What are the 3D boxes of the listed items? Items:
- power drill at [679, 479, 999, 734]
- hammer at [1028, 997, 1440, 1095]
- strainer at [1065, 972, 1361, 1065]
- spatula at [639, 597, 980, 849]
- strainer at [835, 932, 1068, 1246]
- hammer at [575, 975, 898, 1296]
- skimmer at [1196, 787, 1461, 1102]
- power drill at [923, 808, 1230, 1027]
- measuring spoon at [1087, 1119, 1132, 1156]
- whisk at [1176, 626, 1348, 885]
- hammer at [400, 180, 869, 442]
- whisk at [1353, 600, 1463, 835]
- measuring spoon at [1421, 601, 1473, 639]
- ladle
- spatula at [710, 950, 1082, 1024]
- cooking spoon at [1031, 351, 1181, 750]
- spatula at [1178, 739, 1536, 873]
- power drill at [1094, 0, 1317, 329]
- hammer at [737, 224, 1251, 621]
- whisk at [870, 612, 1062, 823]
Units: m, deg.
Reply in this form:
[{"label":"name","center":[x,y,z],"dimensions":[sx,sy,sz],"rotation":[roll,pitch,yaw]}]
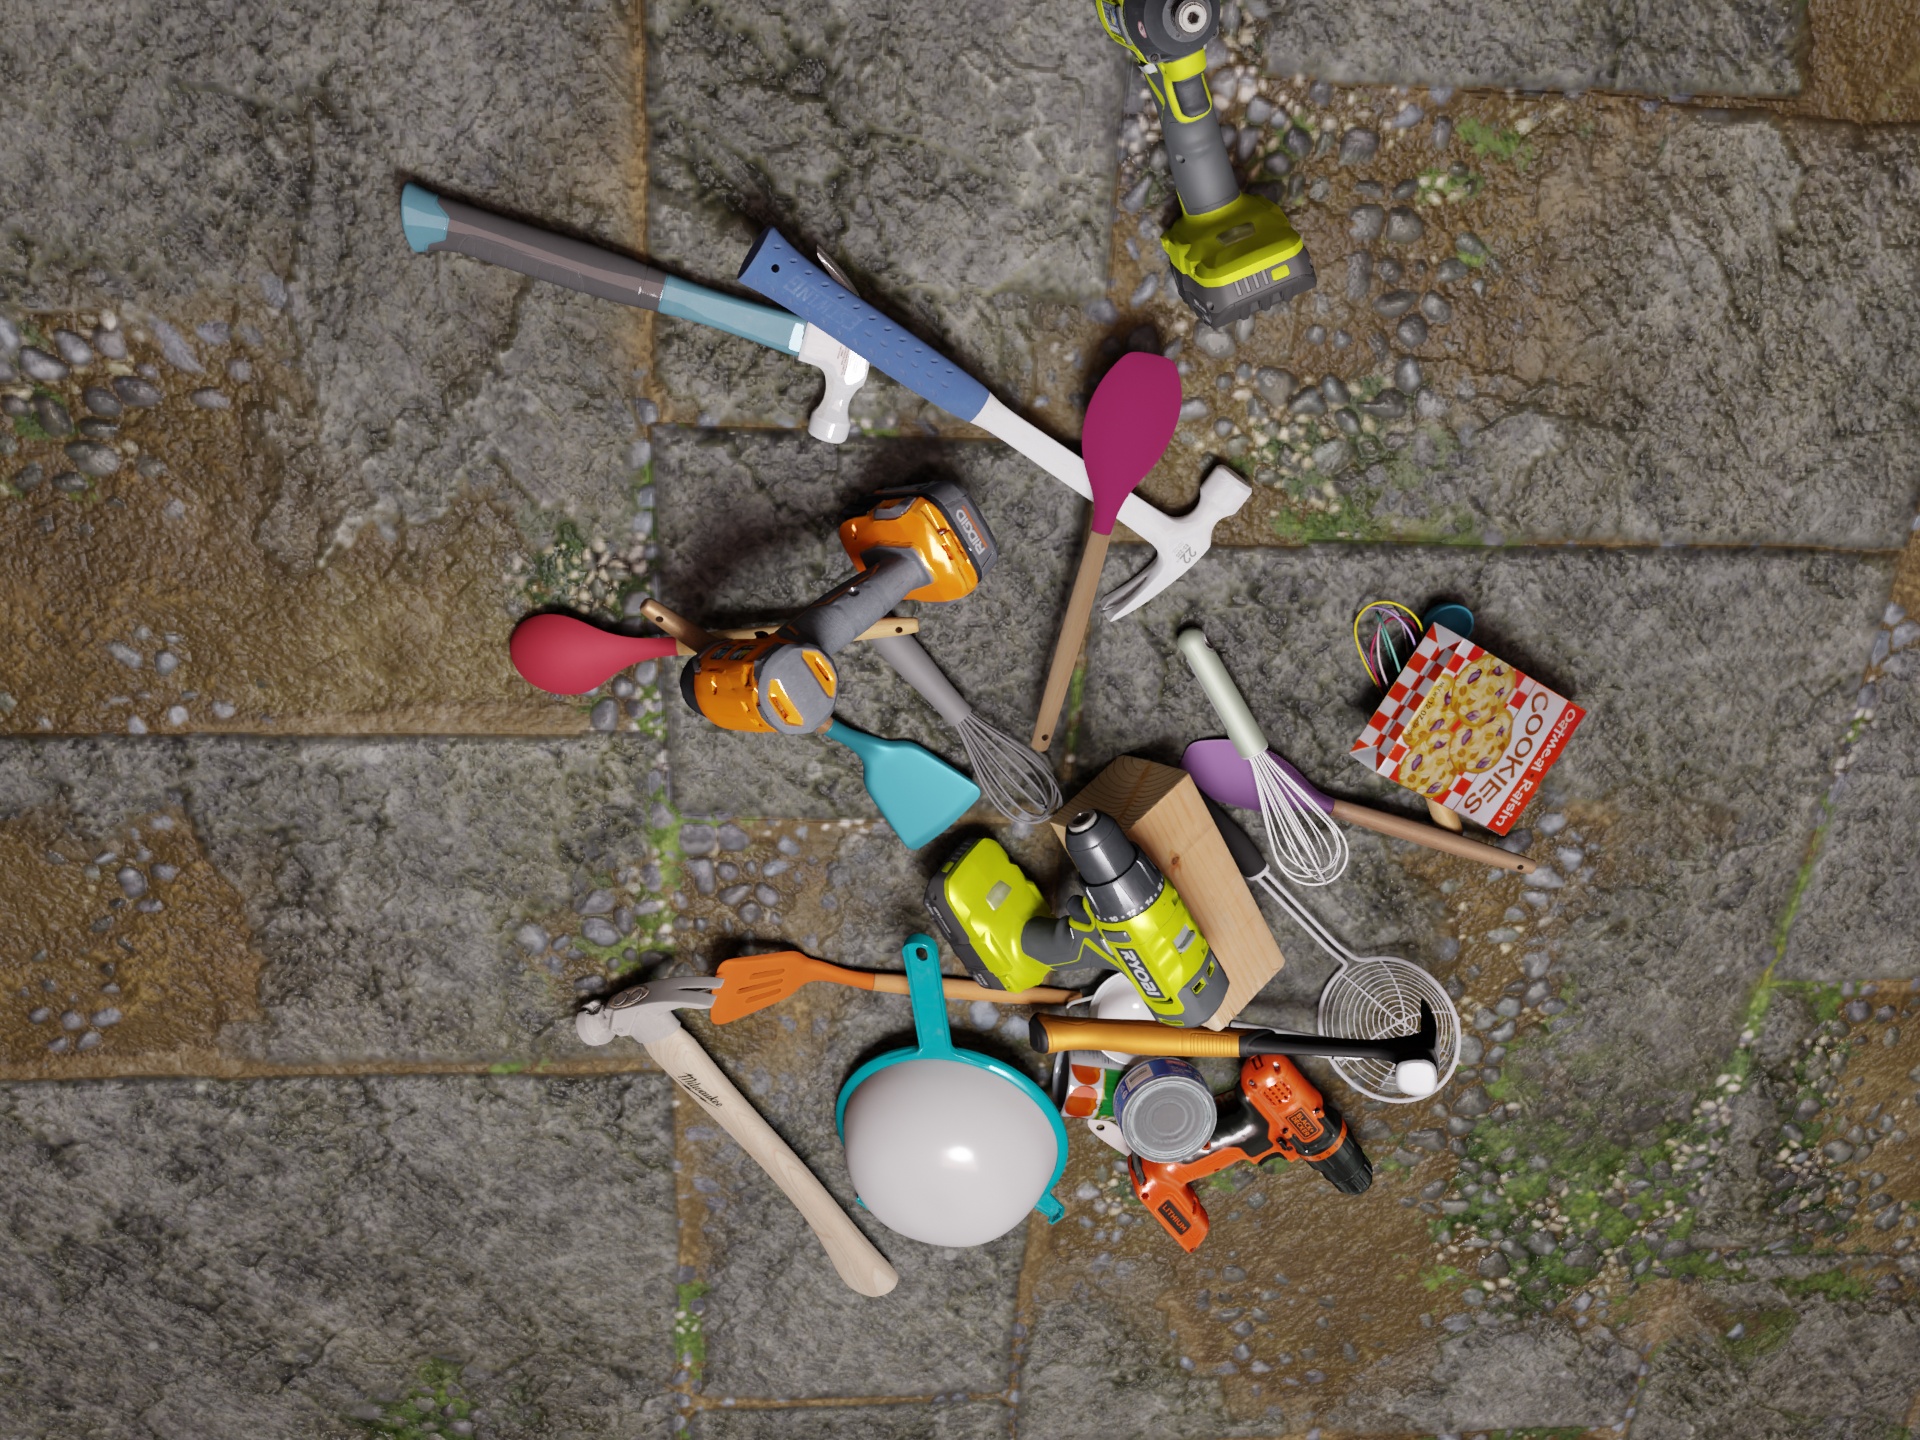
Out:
[{"label":"power drill","center":[-0.097,-0.076,1.129],"dimensions":[0.226,0.164,0.084],"rotation":[-44,116,-27]},{"label":"hammer","center":[0.223,0.263,1.324],"dimensions":[0.337,0.127,0.034],"rotation":[0,102,17]},{"label":"strainer","center":[0.221,0.268,1.382],"dimensions":[0.258,0.050,0.087],"rotation":[9,97,9]},{"label":"spatula","center":[-0.119,-0.003,1.225],"dimensions":[0.082,0.044,0.317],"rotation":[-41,127,19]},{"label":"strainer","center":[-0.023,0.337,1.352],"dimensions":[0.211,0.095,0.340],"rotation":[1,124,12]},{"label":"hammer","center":[-0.164,0.378,1.409],"dimensions":[0.146,0.038,0.410],"rotation":[-17,121,29]},{"label":"skimmer","center":[0.287,0.184,1.344],"dimensions":[0.127,0.090,0.363],"rotation":[-32,115,31]},{"label":"power drill","center":[0.081,0.147,1.240],"dimensions":[0.080,0.228,0.190],"rotation":[-48,118,-32]},{"label":"measuring spoon","center":[0.164,0.406,1.482],"dimensions":[0.124,0.018,0.034],"rotation":[38,107,-20]},{"label":"whisk","center":[0.239,0.031,1.279],"dimensions":[0.059,0.058,0.246],"rotation":[-27,103,20]},{"label":"hammer","center":[-0.220,-0.299,1.101],"dimensions":[0.331,0.033,0.128],"rotation":[15,114,-12]},{"label":"whisk","center":[0.375,0.005,1.297],"dimensions":[0.047,0.051,0.244],"rotation":[-26,118,1]},{"label":"measuring spoon","center":[0.393,-0.043,1.293],"dimensions":[0.042,0.021,0.128],"rotation":[-13,125,-2]},{"label":"ladle","center":[-0.189,-0.059,1.208],"dimensions":[0.315,0.031,0.069],"rotation":[-5,120,1]},{"label":"spatula","center":[-0.051,0.234,1.368],"dimensions":[0.322,0.041,0.081],"rotation":[6,128,-10]},{"label":"cooking spoon","center":[0.098,-0.117,1.179],"dimensions":[0.068,0.017,0.318],"rotation":[7,117,-16]},{"label":"spatula","center":[0.333,0.077,1.325],"dimensions":[0.316,0.018,0.059],"rotation":[17,117,-5]},{"label":"power drill","center":[0.154,-0.377,1.024],"dimensions":[0.080,0.171,0.223],"rotation":[-22,119,5]},{"label":"hammer","center":[0.019,-0.214,1.140],"dimensions":[0.405,0.035,0.144],"rotation":[30,110,-24]},{"label":"whisk","center":[-0.002,-0.004,1.258],"dimensions":[0.055,0.055,0.238],"rotation":[-38,108,12]}]
